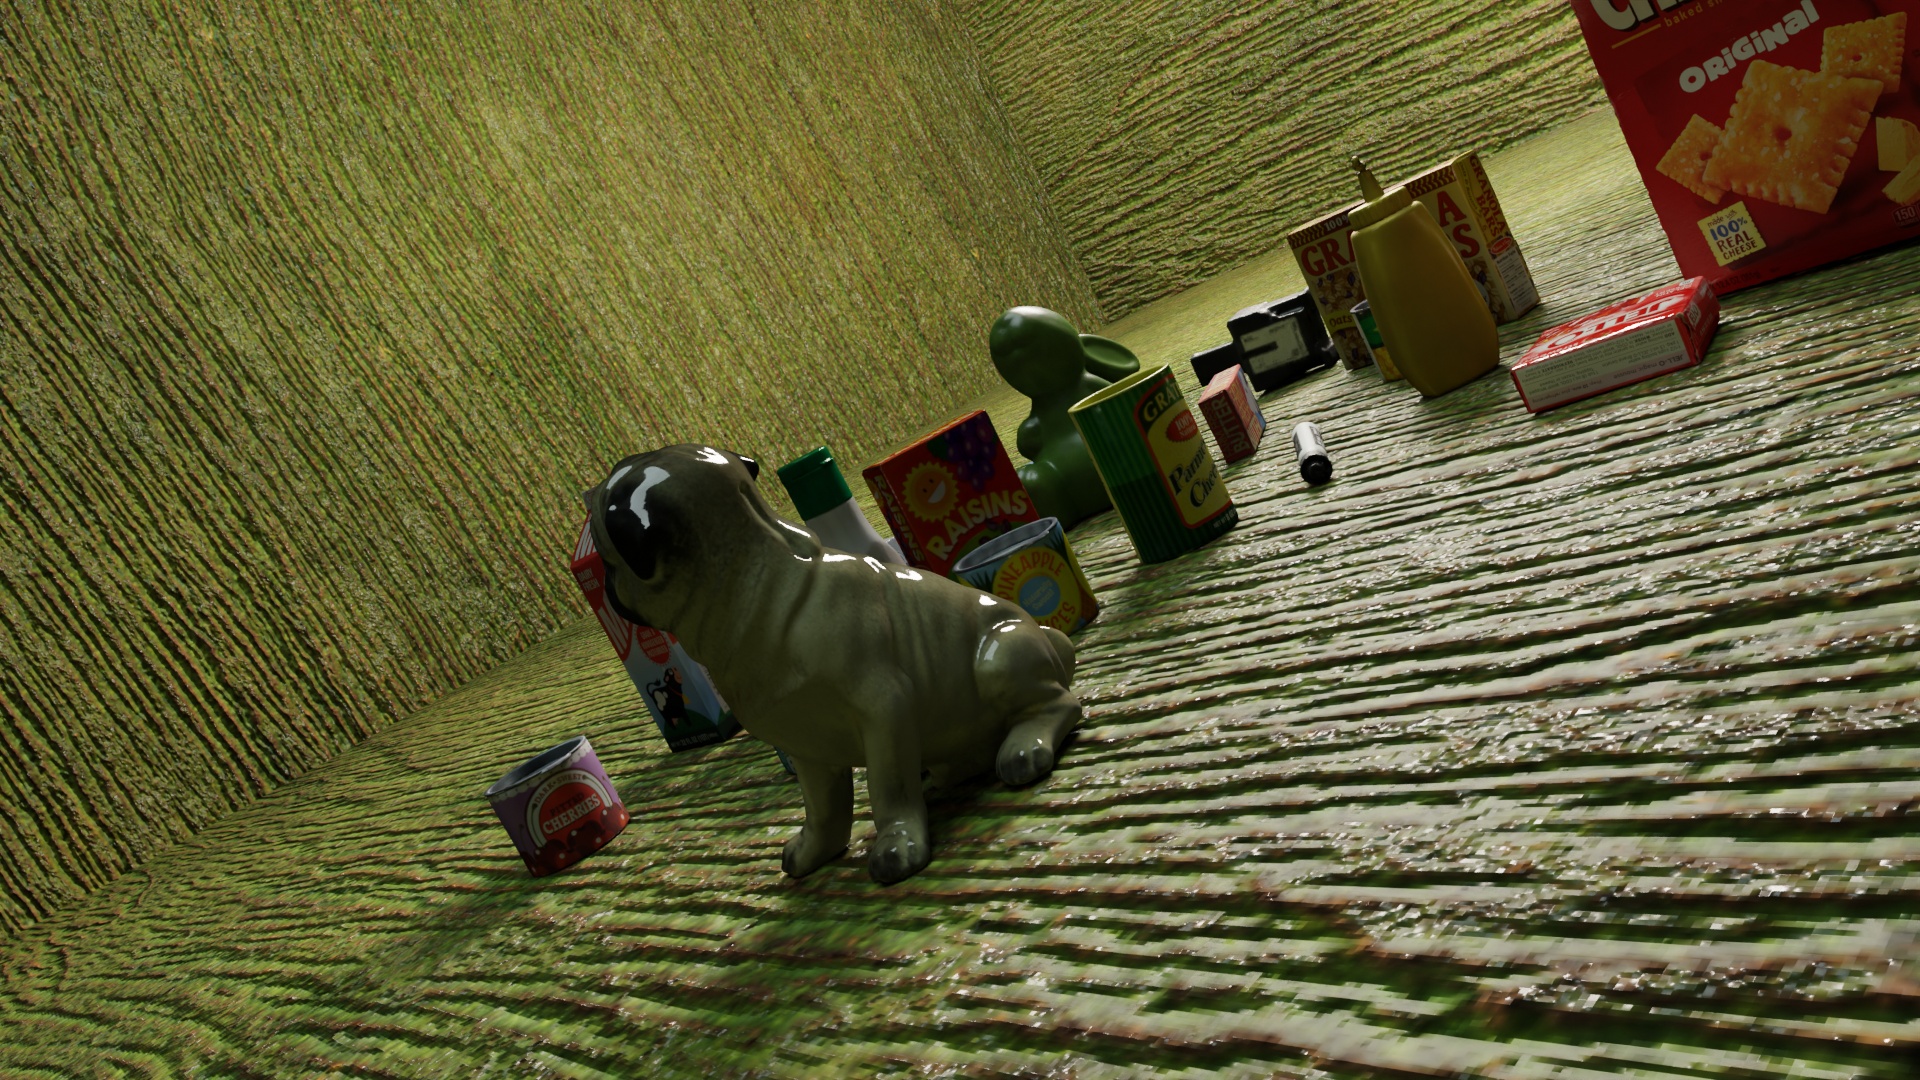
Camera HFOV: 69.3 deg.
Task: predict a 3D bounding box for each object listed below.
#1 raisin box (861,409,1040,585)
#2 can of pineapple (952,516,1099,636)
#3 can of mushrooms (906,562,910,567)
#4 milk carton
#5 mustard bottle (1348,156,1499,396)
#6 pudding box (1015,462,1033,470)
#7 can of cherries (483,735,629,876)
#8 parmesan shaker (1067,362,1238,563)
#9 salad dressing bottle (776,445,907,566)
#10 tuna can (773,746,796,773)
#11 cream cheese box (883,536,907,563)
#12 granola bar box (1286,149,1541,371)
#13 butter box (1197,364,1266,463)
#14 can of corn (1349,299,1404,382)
[{"bbox_3d":[0.003,-0.011,0.898,0.086,0.123,0.040,-30,8,-21],"label":"raisin box"},{"bbox_3d":[0.038,0.027,0.781,0.071,0.058,0.071,-26,8,4],"label":"can of pineapple"},{"bbox_3d":[-0.020,0.028,1.042,0.071,0.033,0.071,-26,8,4],"label":"can of mushrooms"},{"bbox_3d":[-0.201,0.044,0.962,0.072,0.190,0.074,-19,11,46],"label":"milk carton"},{"bbox_3d":[0.287,-0.174,0.888,0.065,0.160,0.049,-26,8,5],"label":"mustard bottle"},{"bbox_3d":[0.043,-0.026,1.129,0.084,0.049,0.030,-33,10,-39],"label":"pudding box"},{"bbox_3d":[-0.239,0.159,0.829,0.071,0.058,0.071,-26,8,4],"label":"can of cherries"},{"bbox_3d":[0.117,-0.047,0.833,0.071,0.103,0.071,-26,8,4],"label":"parmesan shaker"},{"bbox_3d":[-0.069,0.011,0.898,0.044,0.147,0.064,-21,10,38],"label":"salad dressing bottle"},{"bbox_3d":[-0.075,0.100,0.769,0.071,0.033,0.071,-26,8,4],"label":"tuna can"},{"bbox_3d":[-0.072,0.040,1.061,0.024,0.053,0.104,-21,10,37],"label":"cream cheese box"},{"bbox_3d":[0.345,-0.211,1.069,0.039,0.124,0.165,-32,9,-31],"label":"granola bar box"},{"bbox_3d":[0.205,-0.096,1.041,0.024,0.053,0.104,-24,9,23],"label":"butter box"},{"bbox_3d":[0.328,-0.155,1.008,0.071,0.058,0.071,-26,8,4],"label":"can of corn"}]
